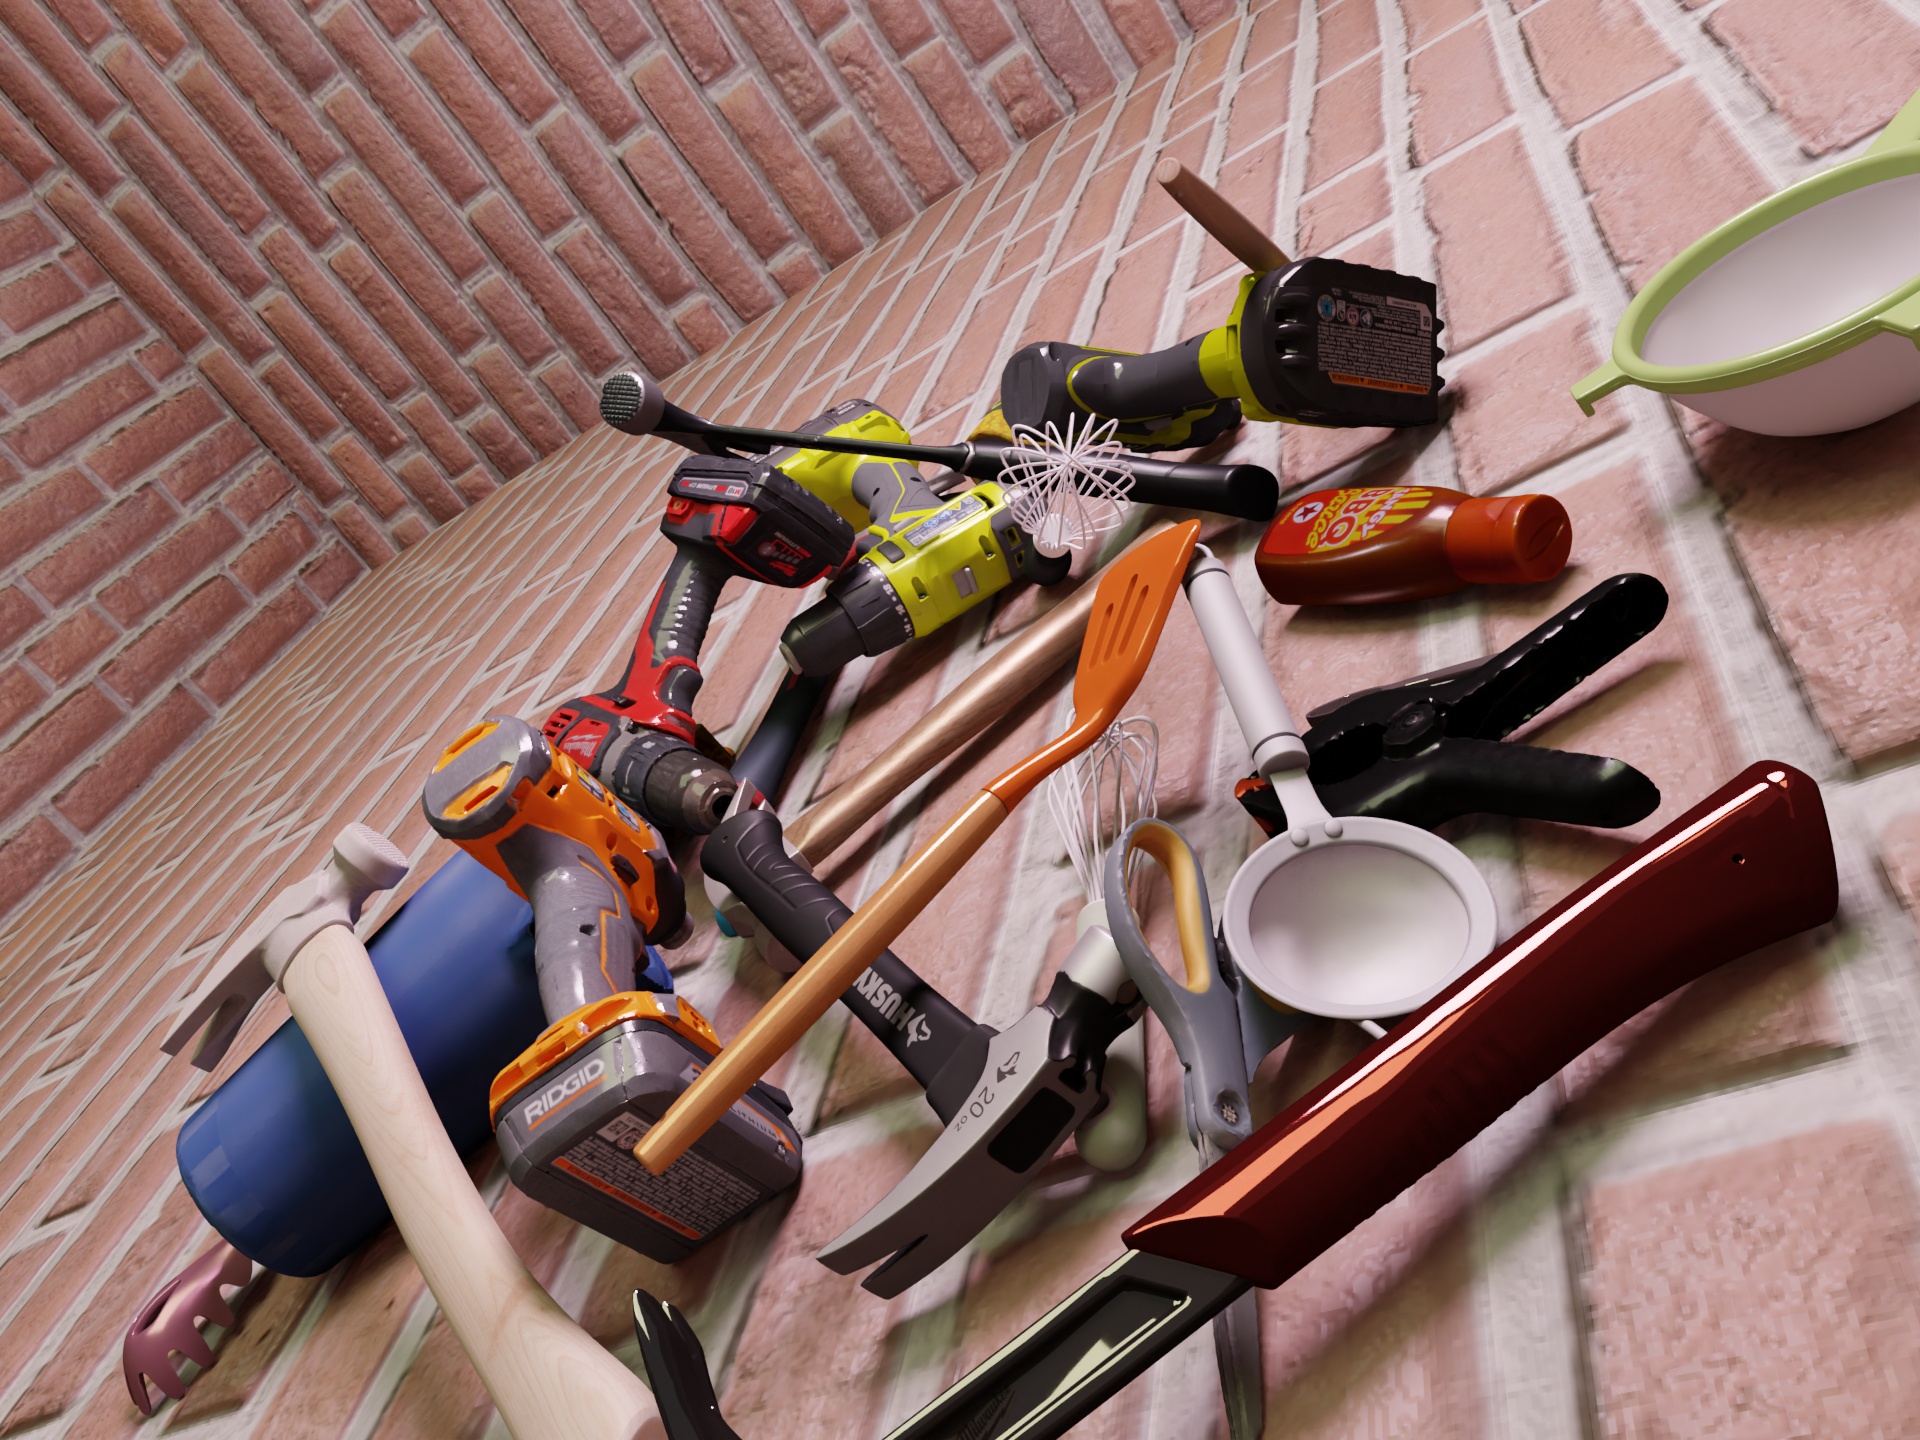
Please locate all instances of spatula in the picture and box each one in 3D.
[{"bbox_3d":[0.173,-0.241,0.854,0.060,0.018,0.315,3,-1,30],"label":"spatula"},{"bbox_3d":[-0.009,0.041,0.608,0.323,0.041,0.081,-45,8,-23],"label":"spatula"}]

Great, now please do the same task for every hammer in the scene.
[{"bbox_3d":[0.088,0.119,0.437,0.359,0.036,0.149,-35,57,-8],"label":"hammer"},{"bbox_3d":[-0.050,0.103,0.663,0.146,0.035,0.335,-53,28,-6],"label":"hammer"},{"bbox_3d":[-0.011,-0.156,0.955,0.409,0.149,0.036,11,89,25],"label":"hammer"},{"bbox_3d":[-0.084,-0.057,1.099,0.143,0.038,0.387,-24,26,25],"label":"hammer"},{"bbox_3d":[-0.236,0.192,0.670,0.146,0.038,0.411,-49,44,-5],"label":"hammer"},{"bbox_3d":[-0.001,-0.003,0.864,0.331,0.031,0.130,-40,34,-13],"label":"hammer"}]

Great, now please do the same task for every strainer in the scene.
[{"bbox_3d":[0.376,-0.191,0.645,0.256,0.069,0.151,-46,22,-23],"label":"strainer"},{"bbox_3d":[0.118,0.021,0.566,0.087,0.050,0.259,-13,48,0],"label":"strainer"}]

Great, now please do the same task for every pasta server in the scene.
[{"bbox_3d":[-0.349,0.249,0.912,0.060,0.040,0.316,-8,32,50],"label":"pasta server"}]

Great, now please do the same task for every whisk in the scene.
[{"bbox_3d":[0.053,-0.106,0.862,0.070,0.070,0.284,-38,-5,-3],"label":"whisk"},{"bbox_3d":[0.058,0.074,0.626,0.058,0.059,0.247,-30,28,24],"label":"whisk"}]

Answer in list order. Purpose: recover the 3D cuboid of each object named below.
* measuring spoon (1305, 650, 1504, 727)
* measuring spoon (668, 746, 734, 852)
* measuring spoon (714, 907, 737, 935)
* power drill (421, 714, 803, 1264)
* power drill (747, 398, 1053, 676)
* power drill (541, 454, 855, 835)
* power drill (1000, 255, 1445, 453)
[{"bbox_3d":[0.199,-0.013,0.633,0.124,0.018,0.034,-17,5,27],"label":"measuring spoon"},{"bbox_3d":[-0.180,0.054,1.057,0.021,0.011,0.117,-21,27,34],"label":"measuring spoon"},{"bbox_3d":[-0.133,0.084,0.914,0.042,0.021,0.129,-38,24,-3],"label":"measuring spoon"},{"bbox_3d":[-0.148,0.115,0.696,0.084,0.164,0.227,-35,46,4],"label":"power drill"},{"bbox_3d":[-0.066,-0.123,1.072,0.190,0.080,0.229,-32,38,-11],"label":"power drill"},{"bbox_3d":[-0.154,-0.041,0.960,0.188,0.080,0.227,17,77,49],"label":"power drill"},{"bbox_3d":[0.154,-0.194,0.904,0.171,0.080,0.223,-2,2,-35],"label":"power drill"}]
